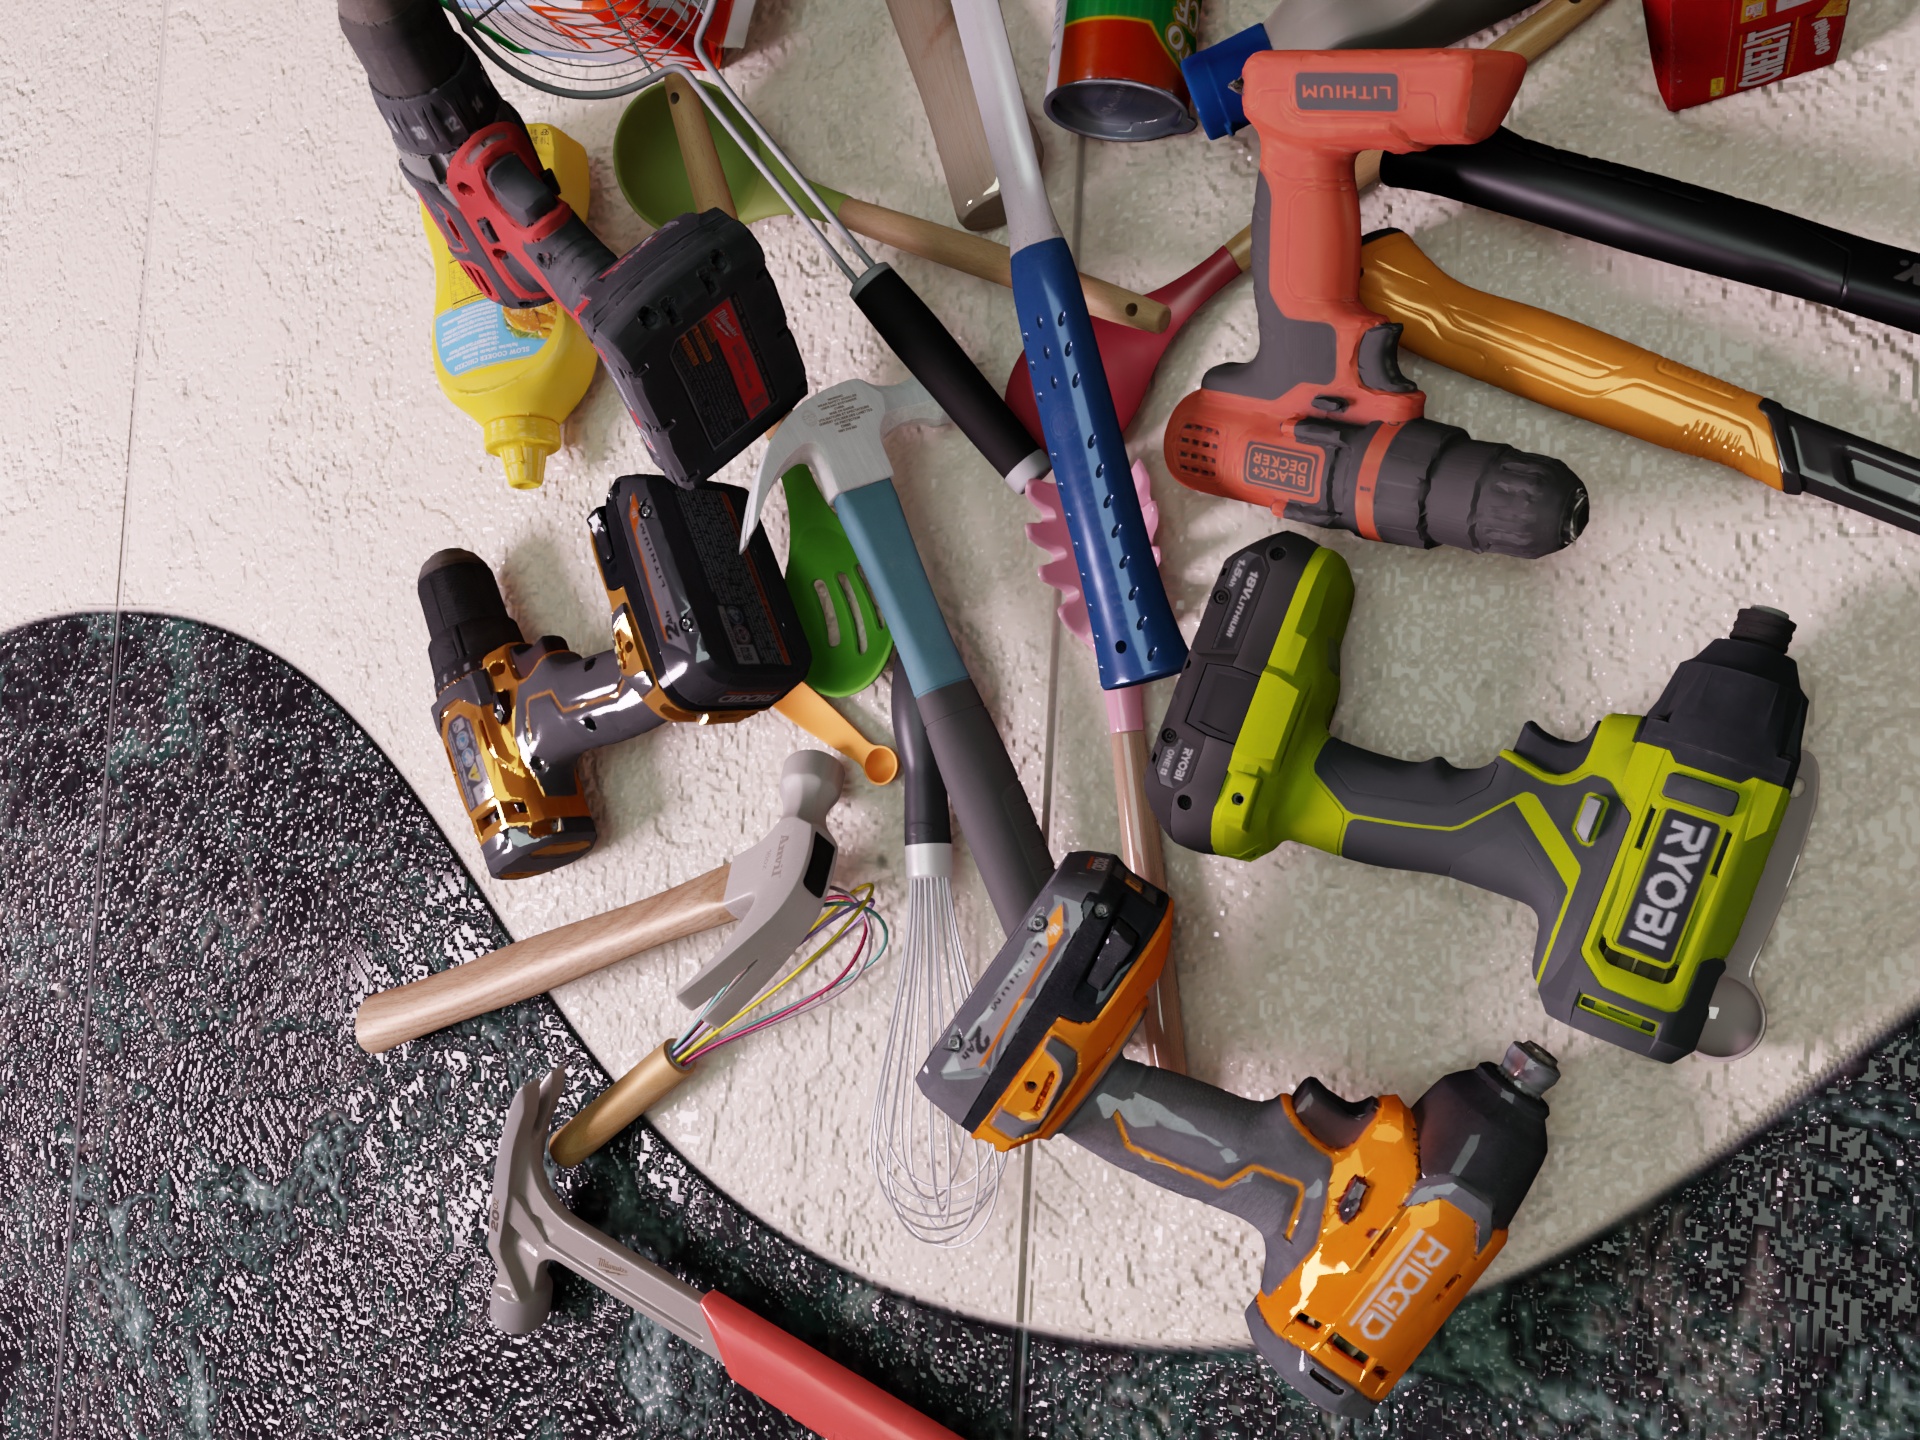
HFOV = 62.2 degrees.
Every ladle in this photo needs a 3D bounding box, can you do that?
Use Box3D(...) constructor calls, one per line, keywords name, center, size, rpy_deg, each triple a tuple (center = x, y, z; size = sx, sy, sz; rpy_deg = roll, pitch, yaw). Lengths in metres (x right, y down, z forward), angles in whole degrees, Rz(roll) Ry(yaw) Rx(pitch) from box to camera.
Box3D(name="ladle", center=(-0.042, -0.238, 0.761), size=(0.320, 0.062, 0.078), rpy_deg=(28, 111, 29))
Box3D(name="ladle", center=(0.143, -0.219, 0.702), size=(0.315, 0.031, 0.069), rpy_deg=(-35, 73, 18))

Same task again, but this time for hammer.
Box3D(name="hammer", center=(-0.001, -0.002, 0.728), size=(0.128, 0.033, 0.331), rpy_deg=(-20, 82, -21))
Box3D(name="hammer", center=(0.026, -0.212, 0.689), size=(0.144, 0.035, 0.405), rpy_deg=(-16, 85, 33))
Box3D(name="hammer", center=(-0.050, -0.432, 0.804), size=(0.146, 0.038, 0.411), rpy_deg=(-21, 78, 25))
Box3D(name="hammer", center=(-0.082, 0.302, 0.756), size=(0.359, 0.036, 0.149), rpy_deg=(21, 111, 24))
Box3D(name="hammer", center=(-0.199, 0.121, 0.819), size=(0.331, 0.031, 0.130), rpy_deg=(-22, 41, 29))
Box3D(name="hammer", center=(0.310, -0.165, 0.585), size=(0.335, 0.035, 0.146), rpy_deg=(29, 72, 27))
Box3D(name="hammer", center=(0.290, -0.108, 0.617), size=(0.337, 0.034, 0.127), rpy_deg=(31, 99, 25))

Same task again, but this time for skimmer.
Box3D(name="skimmer", center=(-0.088, -0.245, 0.711), size=(0.127, 0.090, 0.363), rpy_deg=(-40, 88, 17))

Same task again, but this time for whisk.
Box3D(name="whisk", center=(-0.125, 0.156, 0.801), size=(0.245, 0.051, 0.047), rpy_deg=(-41, 39, 22))
Box3D(name="whisk", center=(-0.012, 0.098, 0.741), size=(0.070, 0.070, 0.285), rpy_deg=(-7, 79, 25))

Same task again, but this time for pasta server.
Box3D(name="pasta server", center=(0.076, 0.032, 0.709), size=(0.060, 0.040, 0.316), rpy_deg=(-8, 84, 17))

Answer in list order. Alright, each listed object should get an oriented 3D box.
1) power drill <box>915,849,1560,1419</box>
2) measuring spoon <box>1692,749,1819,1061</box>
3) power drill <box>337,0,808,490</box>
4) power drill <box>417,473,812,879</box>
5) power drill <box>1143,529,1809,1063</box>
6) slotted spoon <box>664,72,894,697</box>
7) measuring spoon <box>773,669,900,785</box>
Box3D(name="power drill", center=(0.115, 0.149, 0.637), size=(0.226, 0.084, 0.164), rpy_deg=(35, 100, 5))
Box3D(name="measuring spoon", center=(0.306, 0.071, 0.610), size=(0.034, 0.018, 0.124), rpy_deg=(18, 88, 44))
Box3D(name="power drill", center=(-0.182, -0.227, 0.716), size=(0.080, 0.187, 0.227), rpy_deg=(-43, 64, -13))
Box3D(name="power drill", center=(-0.194, -0.042, 0.812), size=(0.226, 0.084, 0.185), rpy_deg=(-32, 72, 34))
Box3D(name="power drill", center=(0.202, 0.012, 0.629), size=(0.223, 0.080, 0.171), rpy_deg=(21, 91, 24))
Box3D(name="slotted spoon", center=(-0.092, -0.165, 0.777), size=(0.070, 0.031, 0.314), rpy_deg=(-15, 93, 31))
Box3D(name="measuring spoon", center=(-0.072, -0.004, 0.801), size=(0.117, 0.011, 0.021), rpy_deg=(36, 104, 27))
